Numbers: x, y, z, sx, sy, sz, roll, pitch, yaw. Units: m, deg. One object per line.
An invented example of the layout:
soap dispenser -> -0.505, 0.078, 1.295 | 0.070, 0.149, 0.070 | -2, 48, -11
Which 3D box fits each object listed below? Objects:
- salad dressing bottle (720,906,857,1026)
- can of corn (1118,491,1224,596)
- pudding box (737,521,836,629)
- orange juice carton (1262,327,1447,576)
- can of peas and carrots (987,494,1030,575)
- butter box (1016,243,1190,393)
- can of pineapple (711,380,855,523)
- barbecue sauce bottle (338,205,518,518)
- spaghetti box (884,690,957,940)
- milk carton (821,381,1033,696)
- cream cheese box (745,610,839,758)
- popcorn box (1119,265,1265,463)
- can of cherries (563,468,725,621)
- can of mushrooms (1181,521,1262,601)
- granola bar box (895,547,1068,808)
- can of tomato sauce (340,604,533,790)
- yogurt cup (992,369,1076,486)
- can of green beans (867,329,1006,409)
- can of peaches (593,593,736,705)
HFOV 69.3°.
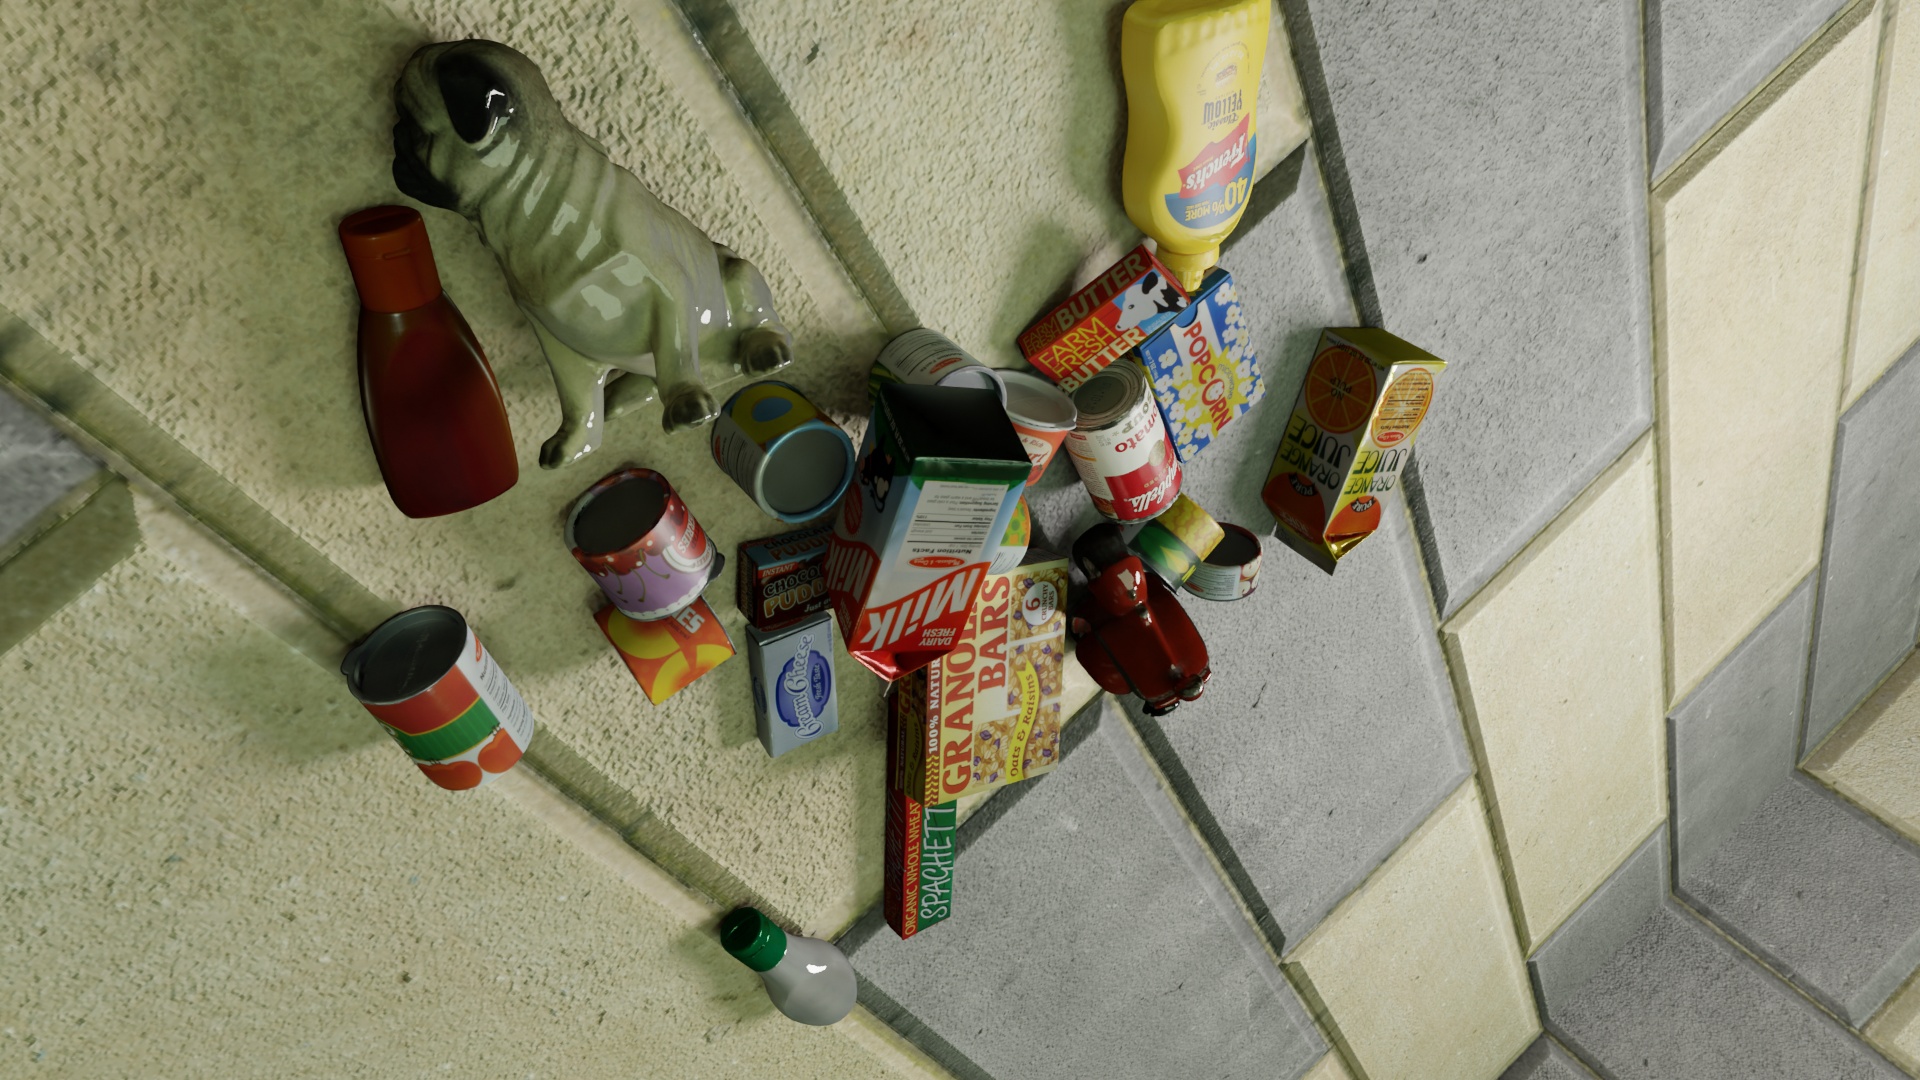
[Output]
salad dressing bottle -> -0.131, 0.327, 1.067 | 0.064, 0.044, 0.147 | -40, 136, -6
can of corn -> 0.158, -0.002, 1.046 | 0.058, 0.071, 0.071 | -49, 138, 0
pudding box -> -0.098, 0.020, 0.881 | 0.084, 0.030, 0.049 | -14, 127, -32
orange juice carton -> 0.308, -0.070, 1.118 | 0.073, 0.072, 0.191 | -5, 122, -37
can of peas and carrots -> 0.003, -0.012, 0.917 | 0.059, 0.071, 0.070 | 0, 119, -40
butter box -> 0.092, -0.142, 0.898 | 0.103, 0.024, 0.053 | -35, 142, 20
can of pineapple -> -0.101, -0.052, 0.806 | 0.071, 0.058, 0.070 | -21, 131, -27
barbecue sauce bottle -> -0.258, -0.084, 0.665 | 0.065, 0.044, 0.147 | -23, 131, -26
spaghetti box -> -0.030, 0.212, 1.077 | 0.050, 0.029, 0.248 | -19, 130, -29
milk carton -> -0.030, 0.004, 0.825 | 0.073, 0.072, 0.189 | 1, 131, -25
cream cheese box -> -0.111, 0.094, 0.928 | 0.053, 0.024, 0.103 | -21, 131, -27
popcorn box -> 0.163, -0.126, 0.984 | 0.085, 0.038, 0.126 | -39, 137, -8
can of cherries -> -0.176, 0.001, 0.775 | 0.071, 0.071, 0.058 | -38, 136, -11
can of mushrooms -> 0.205, 0.015, 1.101 | 0.071, 0.071, 0.033 | -21, 130, -27
granola bar box -> 0.015, 0.095, 0.990 | 0.124, 0.039, 0.165 | -9, 108, -36
can of tomato sauce -> -0.282, 0.087, 0.754 | 0.071, 0.071, 0.082 | -34, 136, -15
yogurt cup -> 0.035, -0.072, 0.900 | 0.072, 0.072, 0.053 | -5, 131, -37
can of green beans -> -0.015, -0.088, 0.850 | 0.071, 0.058, 0.071 | -21, 131, -26
can of peaches -> -0.174, 0.054, 0.816 | 0.058, 0.071, 0.071 | -34, 136, -14
